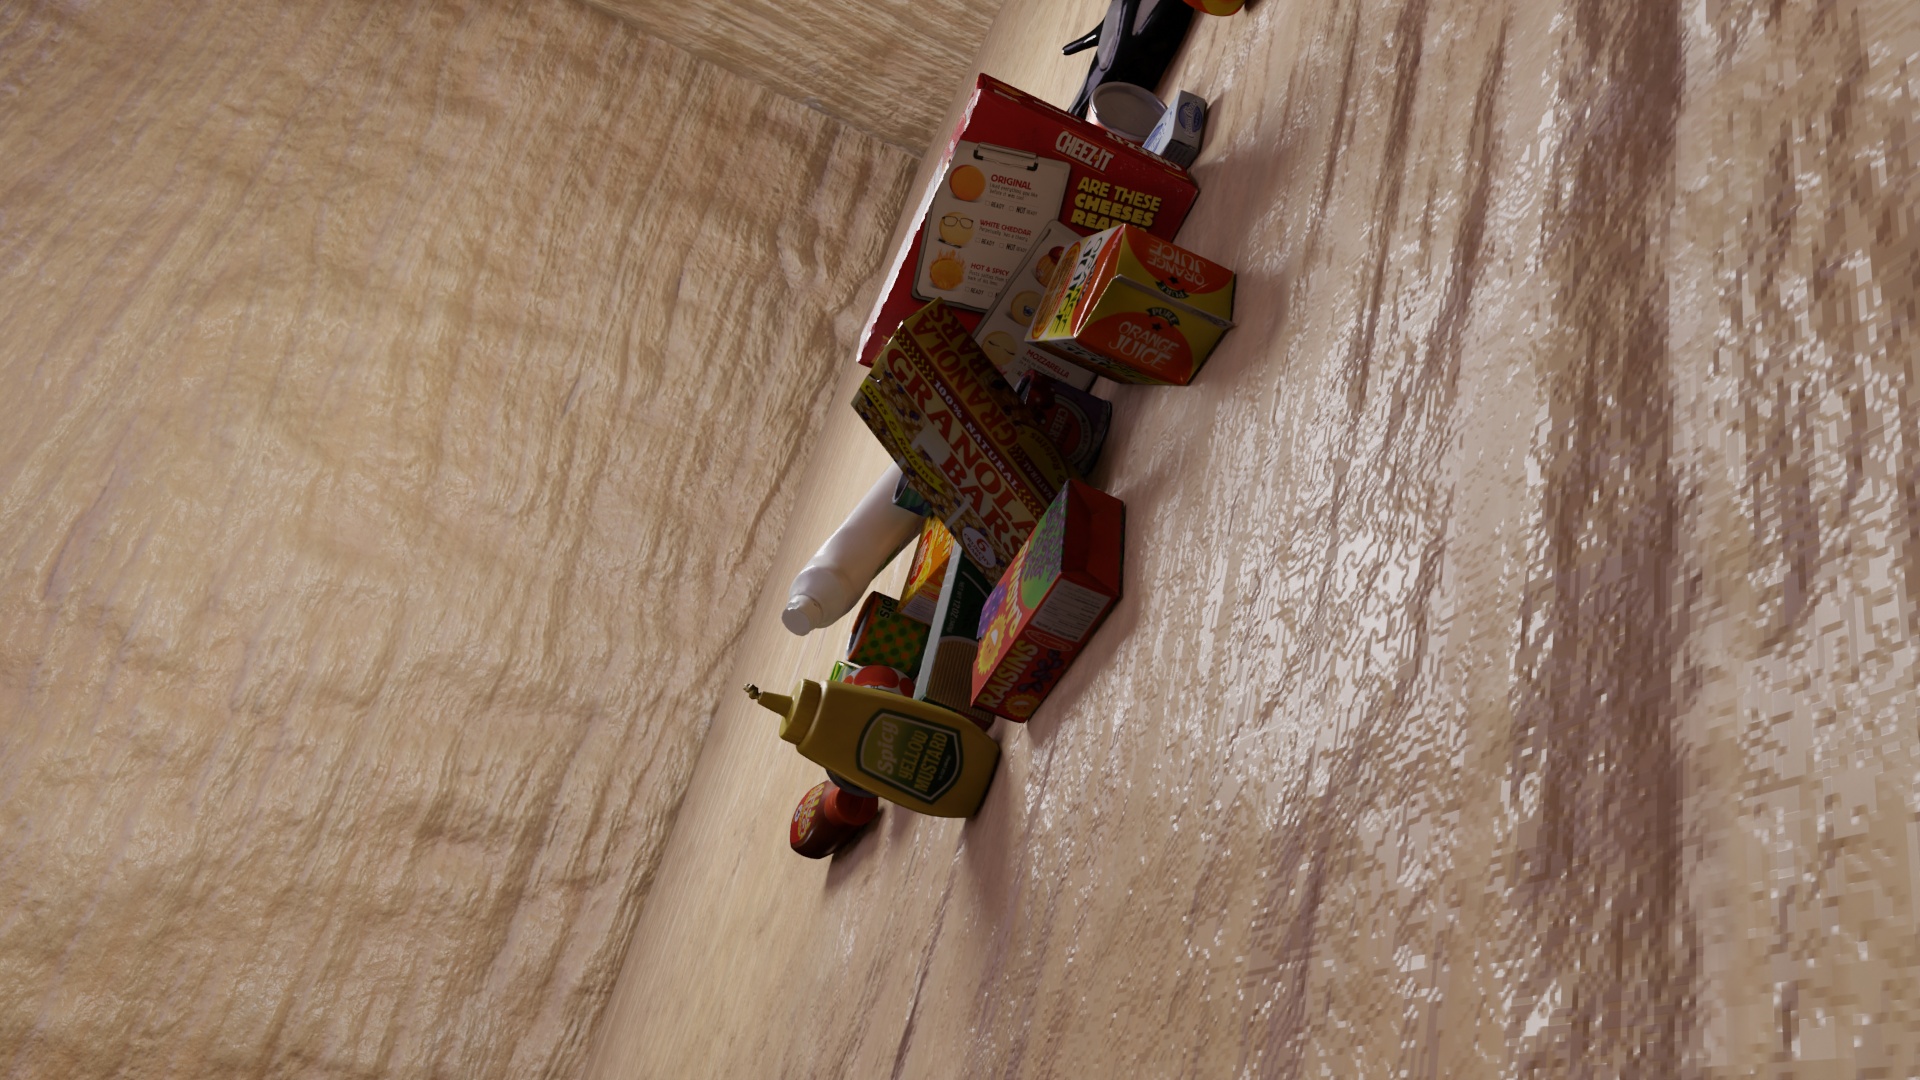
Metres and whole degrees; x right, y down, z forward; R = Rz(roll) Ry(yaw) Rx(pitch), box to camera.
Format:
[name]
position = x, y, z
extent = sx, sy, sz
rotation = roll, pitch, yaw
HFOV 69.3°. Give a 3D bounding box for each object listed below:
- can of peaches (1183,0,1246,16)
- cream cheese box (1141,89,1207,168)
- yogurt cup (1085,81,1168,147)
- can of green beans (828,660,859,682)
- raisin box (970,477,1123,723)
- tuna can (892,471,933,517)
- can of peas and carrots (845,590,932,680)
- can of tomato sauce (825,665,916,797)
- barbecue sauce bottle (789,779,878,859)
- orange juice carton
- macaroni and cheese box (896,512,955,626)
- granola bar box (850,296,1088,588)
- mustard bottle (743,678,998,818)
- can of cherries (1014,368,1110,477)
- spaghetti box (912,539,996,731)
[can of peaches]
position = 0.188, -0.417, 0.993
extent = 0.057, 0.071, 0.071
rotation = 127, 162, -52
[cream cheese box]
position = 0.145, -0.275, 1.022
extent = 0.103, 0.024, 0.053
rotation = 129, 159, -56
[yogurt cup]
position = 0.127, -0.319, 1.094
extent = 0.053, 0.072, 0.073
rotation = 113, 172, -51
[can of green beans]
position = -0.086, 0.141, 1.185
extent = 0.071, 0.071, 0.058
rotation = 176, 116, -78
[raisin box]
position = 0.050, 0.037, 0.817
extent = 0.086, 0.040, 0.122
rotation = -81, 17, -48
[tuna can]
position = -0.030, -0.054, 1.177
extent = 0.071, 0.033, 0.071
rotation = -66, 10, 0
[can of peas and carrots]
position = -0.060, 0.081, 1.195
extent = 0.071, 0.059, 0.071
rotation = -156, 88, -79
[can of tomato sauce]
position = -0.068, 0.146, 1.082
extent = 0.083, 0.071, 0.071
rotation = -84, 20, -57
[barbecue sauce bottle]
position = -0.104, 0.227, 1.157
extent = 0.148, 0.044, 0.065
rotation = -43, 26, 64
[orange juice carton]
position = 0.102, -0.140, 0.834
extent = 0.193, 0.072, 0.073
rotation = -142, 74, -79
[macaroni and cheese box]
position = 0.004, -0.014, 1.129
extent = 0.165, 0.040, 0.124
rotation = 132, 158, -60
[granola bar box]
position = 0.005, -0.059, 0.904
extent = 0.039, 0.165, 0.123
rotation = -36, -4, -27
[mustard bottle]
position = -0.058, 0.120, 0.849
extent = 0.049, 0.160, 0.065
rotation = 169, 121, -75
[can of cherries]
position = 0.061, -0.075, 0.934
extent = 0.071, 0.058, 0.071
rotation = -155, 88, -79
[spaghetti box]
position = 0.017, 0.020, 0.976
extent = 0.028, 0.050, 0.251
rotation = -51, 19, 49
